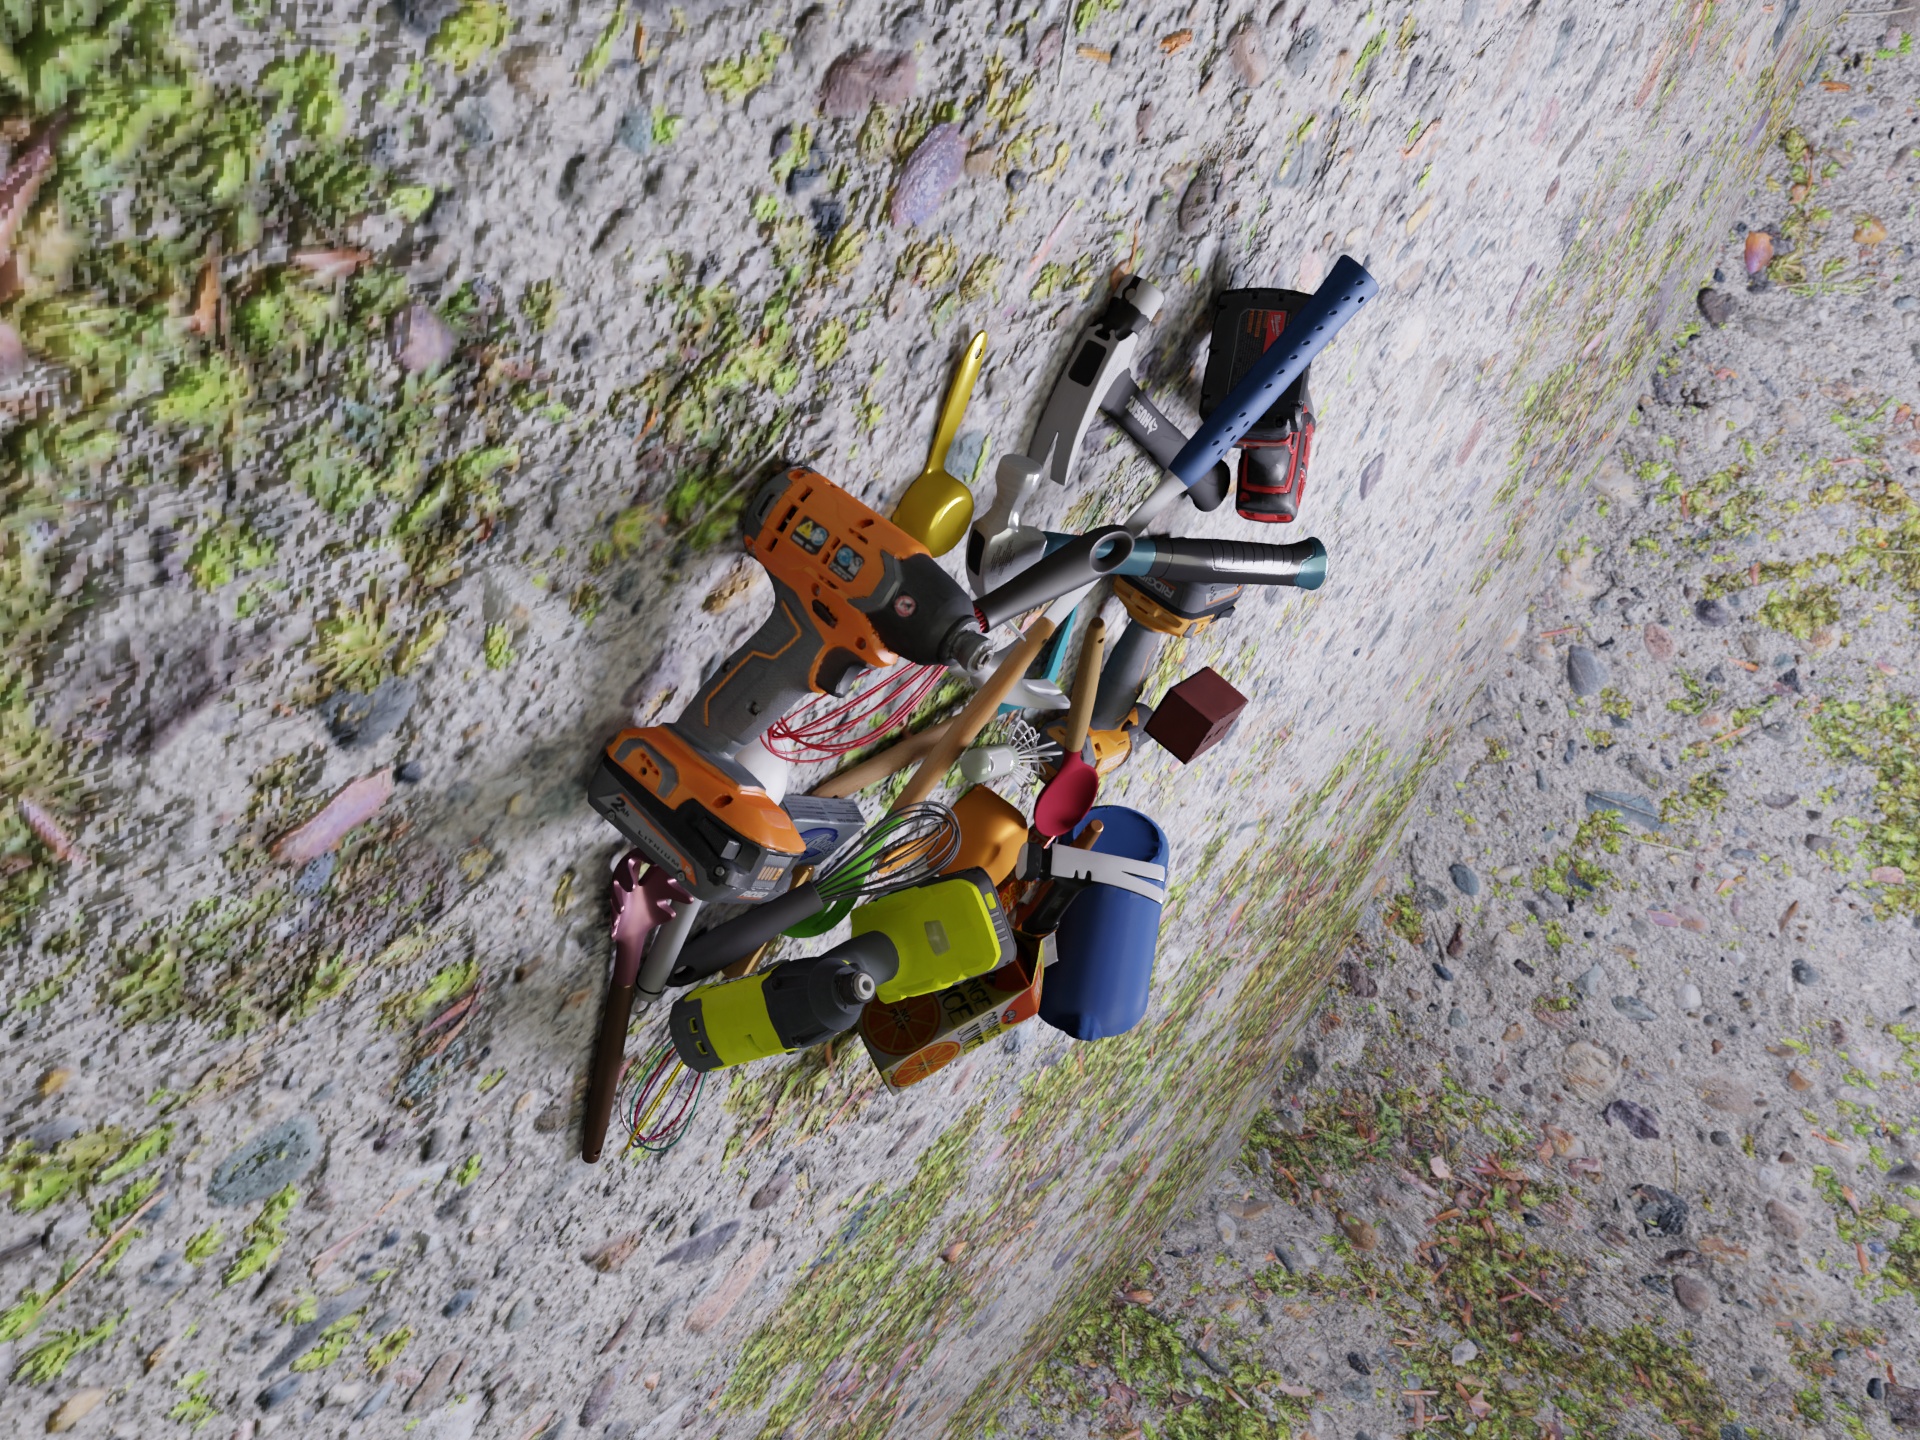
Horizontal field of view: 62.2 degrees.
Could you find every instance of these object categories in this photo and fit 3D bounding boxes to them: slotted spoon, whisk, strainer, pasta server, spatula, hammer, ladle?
[{"bbox_3d":[-0.031,0.049,1.174,0.313,0.031,0.070,-52,156,11],"label":"slotted spoon"},{"bbox_3d":[-0.004,-0.057,1.026,0.296,0.073,0.073,-30,147,-21],"label":"whisk"},{"bbox_3d":[-0.166,0.096,1.033,0.086,0.050,0.258,2,124,-44],"label":"strainer"},{"bbox_3d":[-0.103,0.126,1.123,0.239,0.055,0.055,-28,148,-15],"label":"whisk"},{"bbox_3d":[-0.222,0.195,1.052,0.060,0.040,0.316,-15,136,-39],"label":"pasta server"},{"bbox_3d":[0.090,0.166,1.507,0.322,0.041,0.081,116,-14,-59],"label":"spatula"},{"bbox_3d":[0.154,-0.168,1.168,0.405,0.035,0.144,-48,142,10],"label":"hammer"},{"bbox_3d":[0.036,0.030,1.251,0.246,0.059,0.058,-7,93,-77],"label":"whisk"},{"bbox_3d":[-0.002,-0.004,1.233,0.317,0.044,0.082,-27,144,-39],"label":"spatula"},{"bbox_3d":[0.091,0.008,1.244,0.069,0.031,0.315,-33,157,-18],"label":"ladle"},{"bbox_3d":[-0.175,0.206,1.150,0.245,0.051,0.047,-59,150,-1],"label":"whisk"},{"bbox_3d":[0.149,-0.216,1.231,0.146,0.035,0.334,-59,156,5],"label":"hammer"},{"bbox_3d":[0.145,-0.118,1.147,0.331,0.033,0.128,-1,125,-35],"label":"hammer"},{"bbox_3d":[0.075,0.196,1.466,0.336,0.127,0.034,117,-18,-60],"label":"hammer"}]

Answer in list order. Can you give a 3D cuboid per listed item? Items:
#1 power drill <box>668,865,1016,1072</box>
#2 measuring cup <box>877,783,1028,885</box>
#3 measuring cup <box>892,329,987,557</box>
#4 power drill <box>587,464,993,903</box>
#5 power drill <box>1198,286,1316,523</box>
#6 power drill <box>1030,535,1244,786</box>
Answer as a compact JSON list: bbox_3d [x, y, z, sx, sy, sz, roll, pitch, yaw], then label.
[{"bbox_3d":[-0.069,0.173,1.101,0.171,0.080,0.223,-22,177,39],"label":"power drill"},{"bbox_3d":[-0.004,0.114,1.334,0.173,0.052,0.095,-19,137,-56],"label":"measuring cup"},{"bbox_3d":[-0.001,-0.171,1.010,0.062,0.029,0.156,-26,145,-48],"label":"measuring cup"},{"bbox_3d":[-0.091,-0.010,0.889,0.226,0.164,0.084,-57,156,7],"label":"power drill"},{"bbox_3d":[0.253,-0.259,1.297,0.219,0.078,0.143,39,61,-71],"label":"power drill"},{"bbox_3d":[0.163,-0.049,1.415,0.185,0.084,0.226,-17,139,-58],"label":"power drill"}]
